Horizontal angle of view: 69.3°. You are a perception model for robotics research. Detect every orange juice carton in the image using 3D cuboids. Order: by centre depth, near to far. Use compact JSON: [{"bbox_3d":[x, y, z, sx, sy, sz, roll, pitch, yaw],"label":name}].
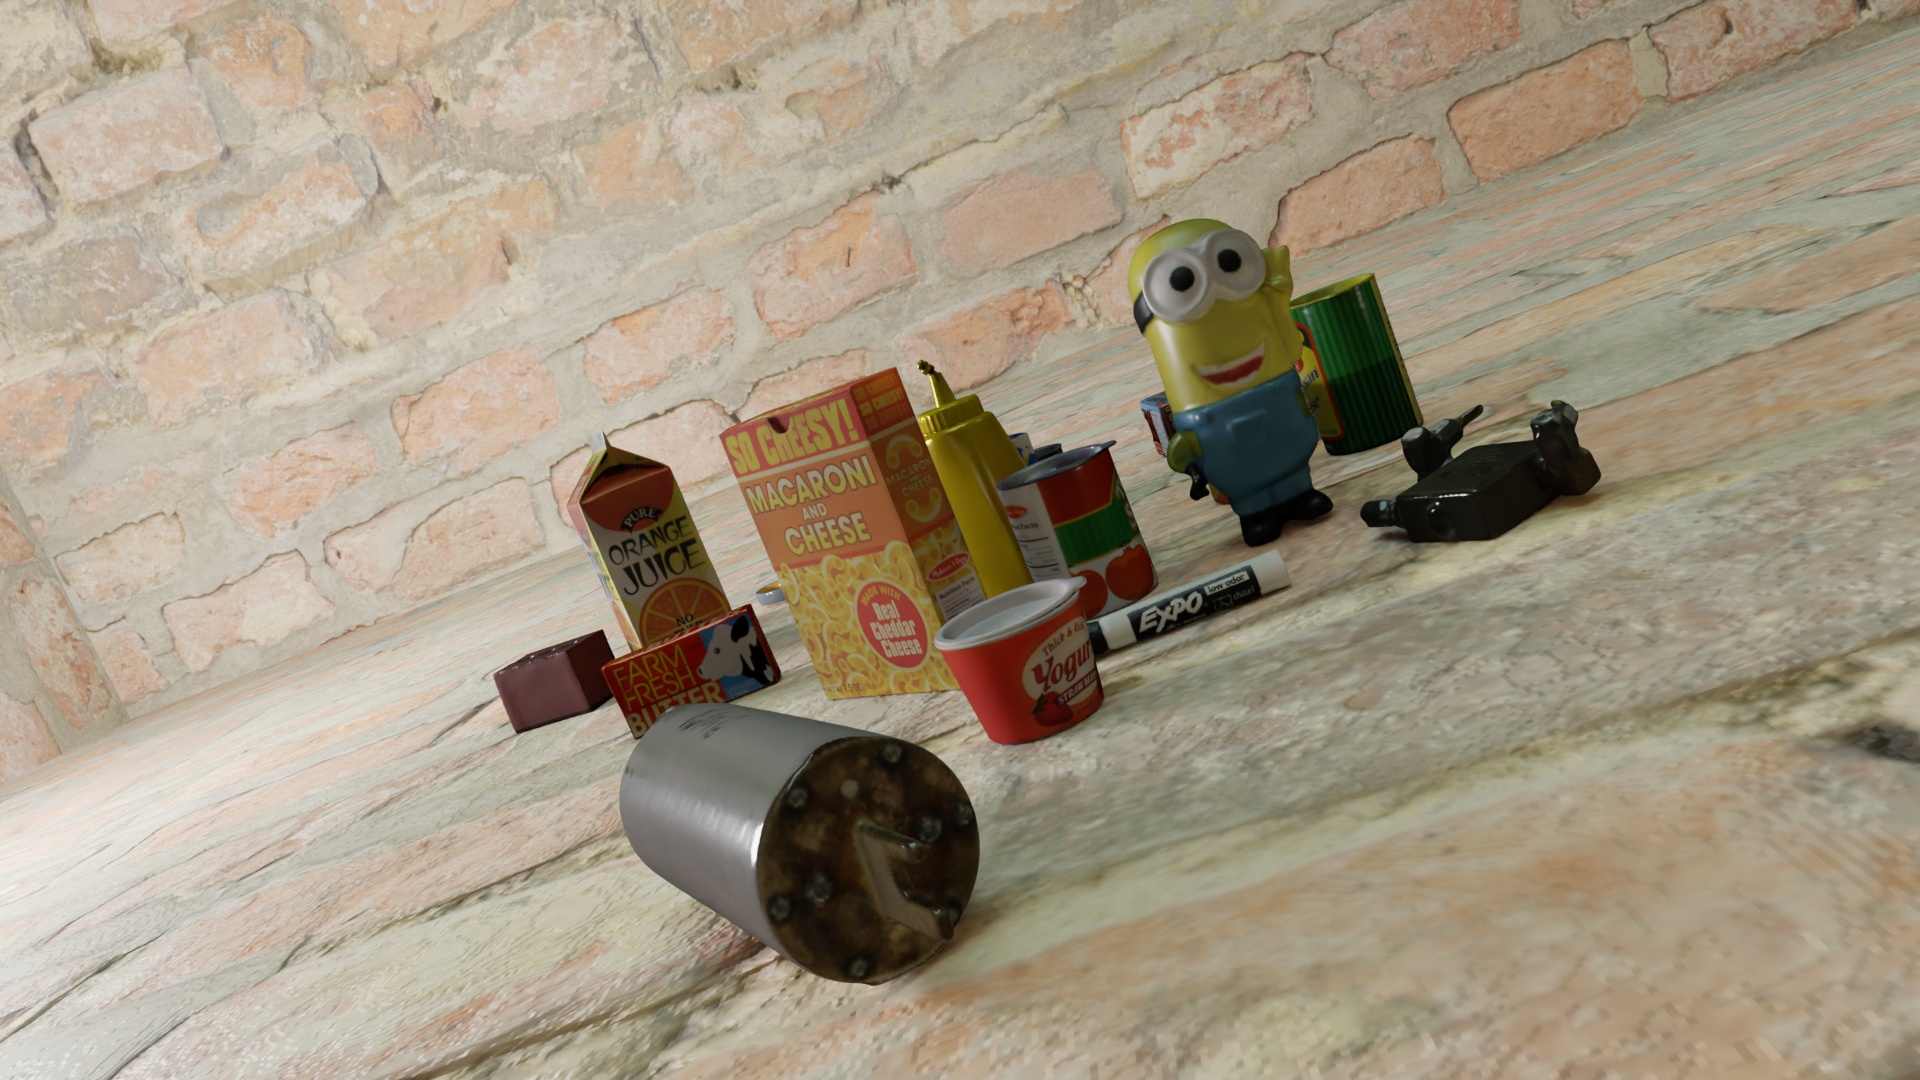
[{"bbox_3d":[-0.233,0.009,1.032,0.073,0.192,0.072,-25,9,-21],"label":"orange juice carton"}]

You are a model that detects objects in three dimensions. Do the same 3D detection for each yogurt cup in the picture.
[{"bbox_3d":[0.029,0.054,0.613,0.072,0.054,0.072,-21,9,4],"label":"yogurt cup"}]

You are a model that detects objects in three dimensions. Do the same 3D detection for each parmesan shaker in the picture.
[{"bbox_3d":[0.254,-0.114,0.905,0.071,0.103,0.071,-21,9,4],"label":"parmesan shaker"}]

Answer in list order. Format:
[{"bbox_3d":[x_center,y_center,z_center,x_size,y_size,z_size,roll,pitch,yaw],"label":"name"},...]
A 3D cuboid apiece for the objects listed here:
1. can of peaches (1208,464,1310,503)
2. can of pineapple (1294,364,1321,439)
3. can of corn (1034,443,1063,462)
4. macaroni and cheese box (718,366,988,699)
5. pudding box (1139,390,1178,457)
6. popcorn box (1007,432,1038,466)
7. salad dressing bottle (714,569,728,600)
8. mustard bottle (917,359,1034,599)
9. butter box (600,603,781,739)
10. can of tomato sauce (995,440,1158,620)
[{"bbox_3d":[0.187,-0.063,0.904,0.071,0.058,0.071,-21,9,4],"label":"can of peaches"},{"bbox_3d":[0.234,-0.099,1.006,0.071,0.057,0.071,-21,9,4],"label":"can of pineapple"},{"bbox_3d":[0.055,-0.033,1.037,0.071,0.058,0.071,-21,9,4],"label":"can of corn"},{"bbox_3d":[-0.054,0.002,0.751,0.123,0.166,0.040,-12,13,47],"label":"macaroni and cheese box"},{"bbox_3d":[0.175,-0.095,1.142,0.030,0.049,0.084,-22,9,0],"label":"pudding box"},{"bbox_3d":[0.003,-0.012,0.948,0.127,0.085,0.038,-27,10,-27],"label":"popcorn box"},{"bbox_3d":[-0.233,0.015,1.135,0.044,0.147,0.064,-29,12,-40],"label":"salad dressing bottle"},{"bbox_3d":[0.011,-0.036,0.836,0.065,0.160,0.049,-13,12,43],"label":"mustard bottle"},{"bbox_3d":[-0.174,0.085,0.899,0.103,0.053,0.024,-22,9,-1],"label":"butter box"},{"bbox_3d":[0.067,-0.005,0.771,0.071,0.083,0.071,-21,9,4],"label":"can of tomato sauce"}]
